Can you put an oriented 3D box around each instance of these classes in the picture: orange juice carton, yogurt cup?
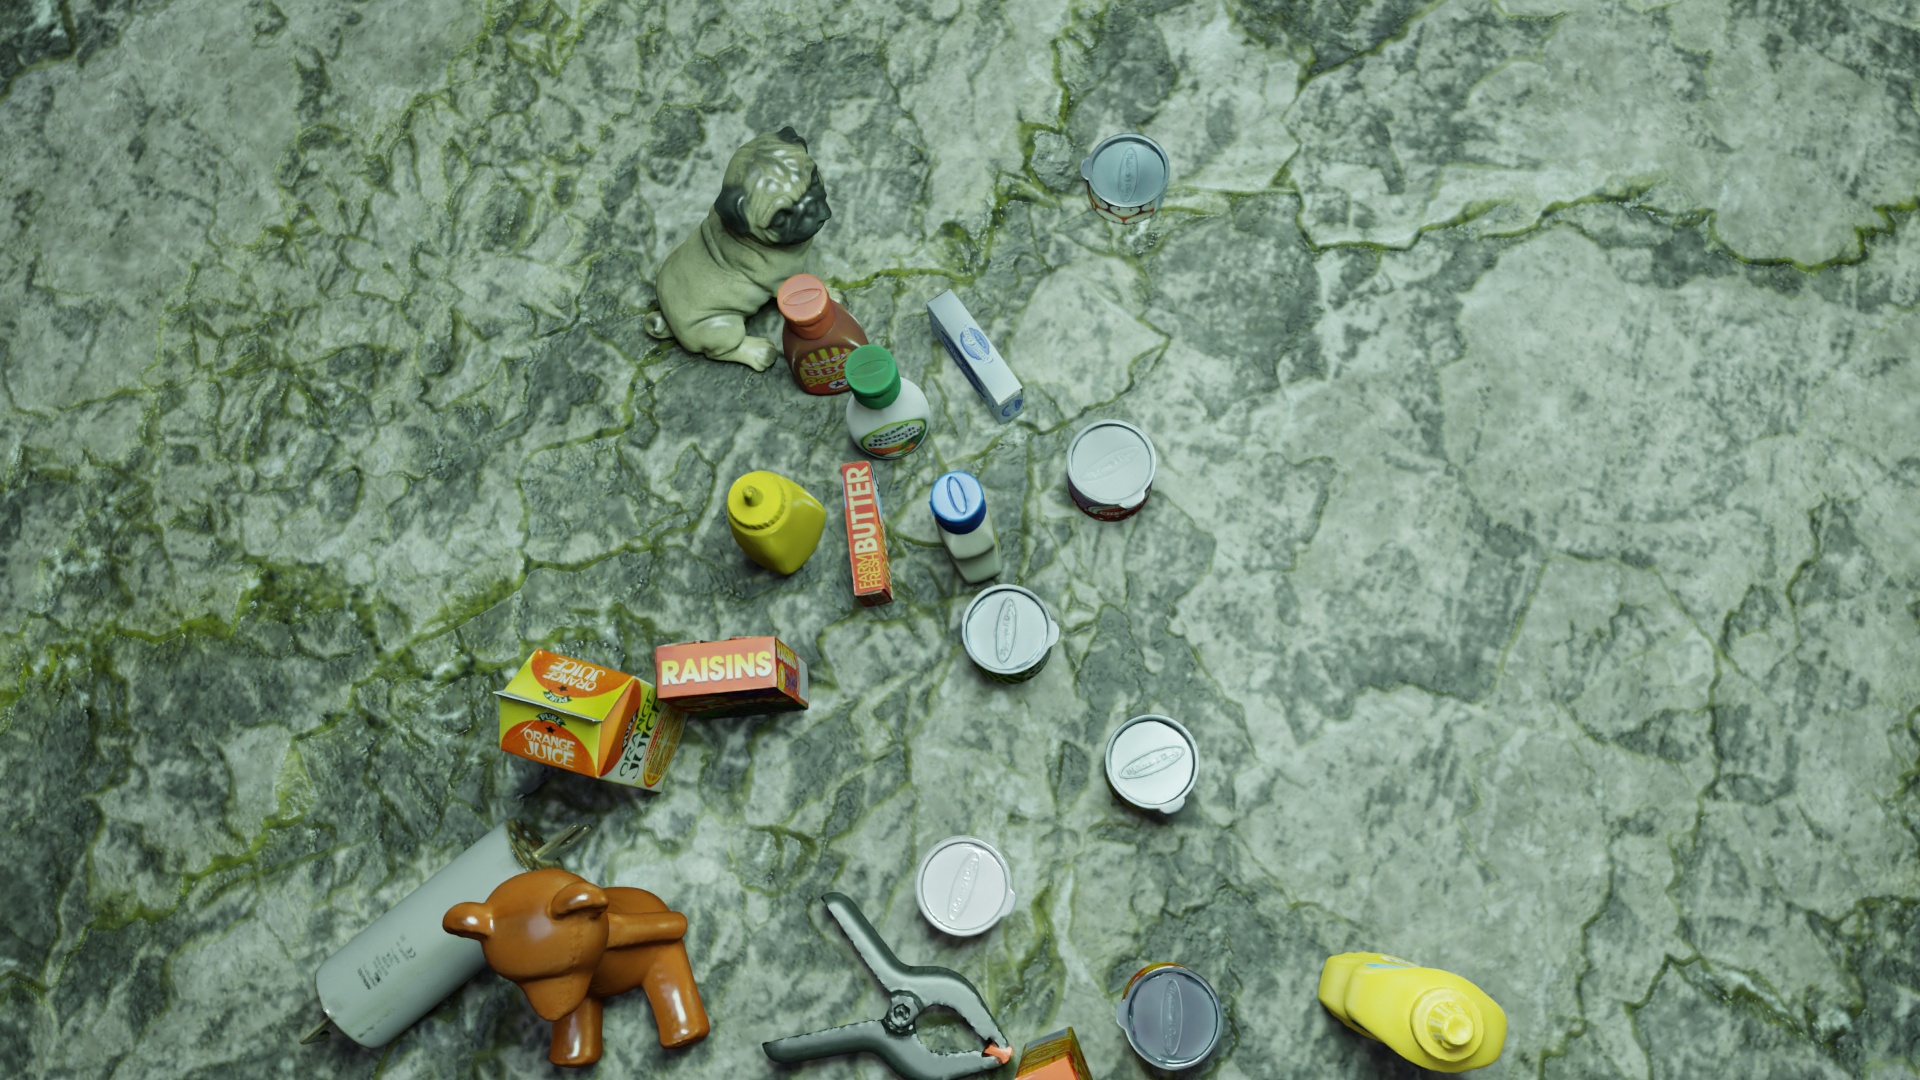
[{"bbox_3d":[-0.255,0.126,0.965,0.072,0.192,0.073,15,78,8],"label":"orange juice carton"},{"bbox_3d":[0.004,0.245,0.987,0.072,0.054,0.072,-1,76,4],"label":"yogurt cup"}]

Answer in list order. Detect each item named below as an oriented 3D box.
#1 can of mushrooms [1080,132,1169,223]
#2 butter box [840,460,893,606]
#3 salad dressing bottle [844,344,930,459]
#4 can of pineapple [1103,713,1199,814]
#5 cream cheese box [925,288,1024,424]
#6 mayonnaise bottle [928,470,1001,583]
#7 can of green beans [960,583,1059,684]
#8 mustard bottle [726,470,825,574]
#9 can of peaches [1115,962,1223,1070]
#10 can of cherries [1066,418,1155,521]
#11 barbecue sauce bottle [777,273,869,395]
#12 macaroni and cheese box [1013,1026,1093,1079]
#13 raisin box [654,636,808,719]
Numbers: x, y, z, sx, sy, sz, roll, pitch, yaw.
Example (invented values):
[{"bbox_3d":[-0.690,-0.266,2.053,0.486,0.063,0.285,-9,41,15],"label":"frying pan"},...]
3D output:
[{"bbox_3d":[0.133,-0.293,1.124,0.071,0.033,0.071,-1,76,4],"label":"can of mushrooms"},{"bbox_3d":[-0.071,-0.004,1.056,0.024,0.053,0.103,-8,75,2],"label":"butter box"},{"bbox_3d":[-0.058,-0.102,1.031,0.064,0.147,0.044,-18,76,0],"label":"salad dressing bottle"},{"bbox_3d":[0.136,0.162,0.996,0.071,0.057,0.071,-1,76,4],"label":"can of pineapple"},{"bbox_3d":[0.012,-0.143,1.085,0.024,0.053,0.104,-34,76,-4],"label":"cream cheese box"},{"bbox_3d":[0.004,-0.013,1.003,0.041,0.148,0.065,-19,76,0],"label":"mayonnaise bottle"},{"bbox_3d":[0.035,0.070,1.027,0.071,0.057,0.071,-1,76,4],"label":"can of green beans"},{"bbox_3d":[-0.138,-0.019,1.010,0.049,0.160,0.065,28,80,10],"label":"mustard bottle"},{"bbox_3d":[0.142,0.325,0.954,0.071,0.058,0.071,-1,76,4],"label":"can of peaches"},{"bbox_3d":[0.114,-0.050,1.051,0.071,0.058,0.071,-1,76,4],"label":"can of cherries"},{"bbox_3d":[-0.106,-0.155,1.048,0.065,0.148,0.044,-16,76,1],"label":"barbecue sauce bottle"},{"bbox_3d":[0.077,0.385,0.888,0.040,0.166,0.124,-22,76,-1],"label":"macaroni and cheese box"},{"bbox_3d":[-0.161,0.099,1.000,0.086,0.123,0.040,-5,76,3],"label":"raisin box"}]
